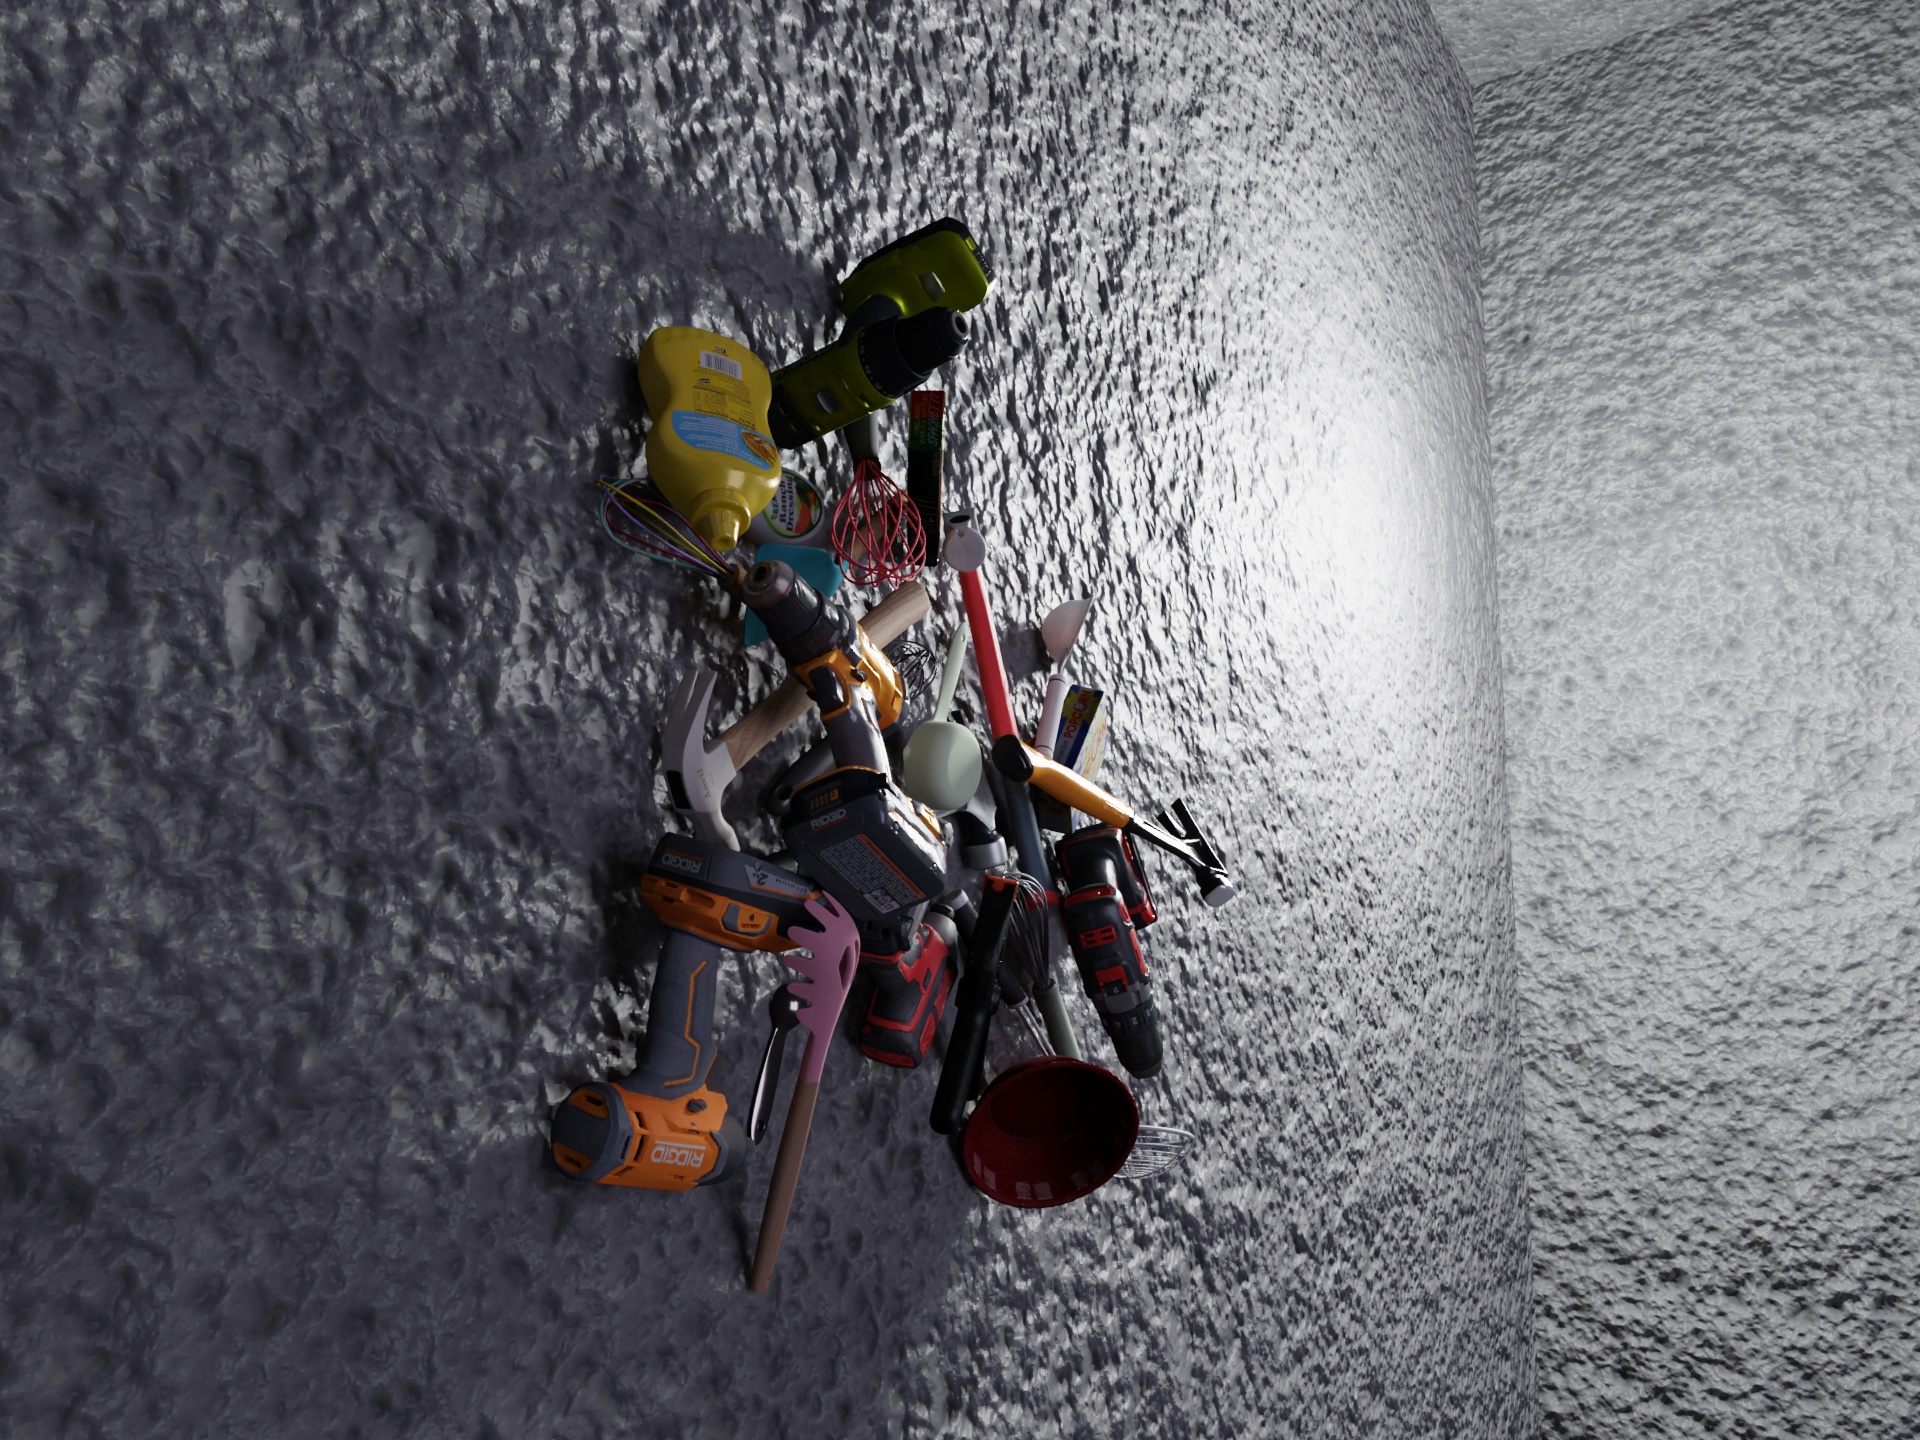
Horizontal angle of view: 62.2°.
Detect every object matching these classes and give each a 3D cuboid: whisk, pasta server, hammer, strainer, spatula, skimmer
[{"bbox_3d":[-0.090,0.004,1.299,0.239,0.055,0.055,-49,124,-44],"label":"whisk"},{"bbox_3d":[-0.116,0.266,1.102,0.060,0.040,0.316,-28,136,-61],"label":"pasta server"},{"bbox_3d":[-0.087,0.095,1.292,0.409,0.036,0.149,-19,98,-56],"label":"hammer"},{"bbox_3d":[0.076,0.245,1.502,0.058,0.059,0.246,-98,170,-65],"label":"whisk"},{"bbox_3d":[-0.072,-0.191,1.265,0.073,0.073,0.296,54,15,-36],"label":"whisk"},{"bbox_3d":[0.095,-0.044,1.566,0.050,0.086,0.259,19,47,-5],"label":"strainer"},{"bbox_3d":[-0.119,-0.030,1.240,0.331,0.031,0.130,-45,127,-47],"label":"hammer"},{"bbox_3d":[-0.184,-0.115,1.180,0.244,0.047,0.051,36,53,-52],"label":"whisk"},{"bbox_3d":[-0.096,-0.144,1.291,0.318,0.044,0.082,-58,162,-63],"label":"spatula"},{"bbox_3d":[0.140,0.079,1.498,0.336,0.034,0.127,29,25,-44],"label":"hammer"},{"bbox_3d":[0.038,-0.005,1.481,0.143,0.038,0.386,-92,170,-71],"label":"hammer"},{"bbox_3d":[0.095,0.290,1.481,0.363,0.127,0.090,60,43,-16],"label":"skimmer"}]

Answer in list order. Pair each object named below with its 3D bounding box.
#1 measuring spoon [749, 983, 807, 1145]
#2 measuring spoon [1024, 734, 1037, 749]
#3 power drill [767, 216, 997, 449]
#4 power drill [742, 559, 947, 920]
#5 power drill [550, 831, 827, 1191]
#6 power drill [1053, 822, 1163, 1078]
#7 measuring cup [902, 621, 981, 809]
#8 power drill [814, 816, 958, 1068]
[{"bbox_3d":[-0.136,0.258,1.196,0.034,0.018,0.124,42,51,-45],"label":"measuring spoon"},{"bbox_3d":[0.073,0.024,1.575,0.117,0.011,0.021,-36,118,-50],"label":"measuring spoon"},{"bbox_3d":[-0.052,-0.320,1.292,0.080,0.190,0.229,55,37,-25],"label":"power drill"},{"bbox_3d":[-0.088,0.005,1.125,0.185,0.084,0.226,51,21,-47],"label":"power drill"},{"bbox_3d":[-0.171,0.204,1.073,0.164,0.084,0.226,30,74,-51],"label":"power drill"},{"bbox_3d":[0.147,0.211,1.503,0.227,0.080,0.187,-79,151,-71],"label":"power drill"},{"bbox_3d":[-0.002,-0.004,1.352,0.083,0.038,0.168,31,68,-54],"label":"measuring cup"},{"bbox_3d":[-0.045,0.166,1.250,0.219,0.078,0.143,80,27,-52],"label":"power drill"}]
